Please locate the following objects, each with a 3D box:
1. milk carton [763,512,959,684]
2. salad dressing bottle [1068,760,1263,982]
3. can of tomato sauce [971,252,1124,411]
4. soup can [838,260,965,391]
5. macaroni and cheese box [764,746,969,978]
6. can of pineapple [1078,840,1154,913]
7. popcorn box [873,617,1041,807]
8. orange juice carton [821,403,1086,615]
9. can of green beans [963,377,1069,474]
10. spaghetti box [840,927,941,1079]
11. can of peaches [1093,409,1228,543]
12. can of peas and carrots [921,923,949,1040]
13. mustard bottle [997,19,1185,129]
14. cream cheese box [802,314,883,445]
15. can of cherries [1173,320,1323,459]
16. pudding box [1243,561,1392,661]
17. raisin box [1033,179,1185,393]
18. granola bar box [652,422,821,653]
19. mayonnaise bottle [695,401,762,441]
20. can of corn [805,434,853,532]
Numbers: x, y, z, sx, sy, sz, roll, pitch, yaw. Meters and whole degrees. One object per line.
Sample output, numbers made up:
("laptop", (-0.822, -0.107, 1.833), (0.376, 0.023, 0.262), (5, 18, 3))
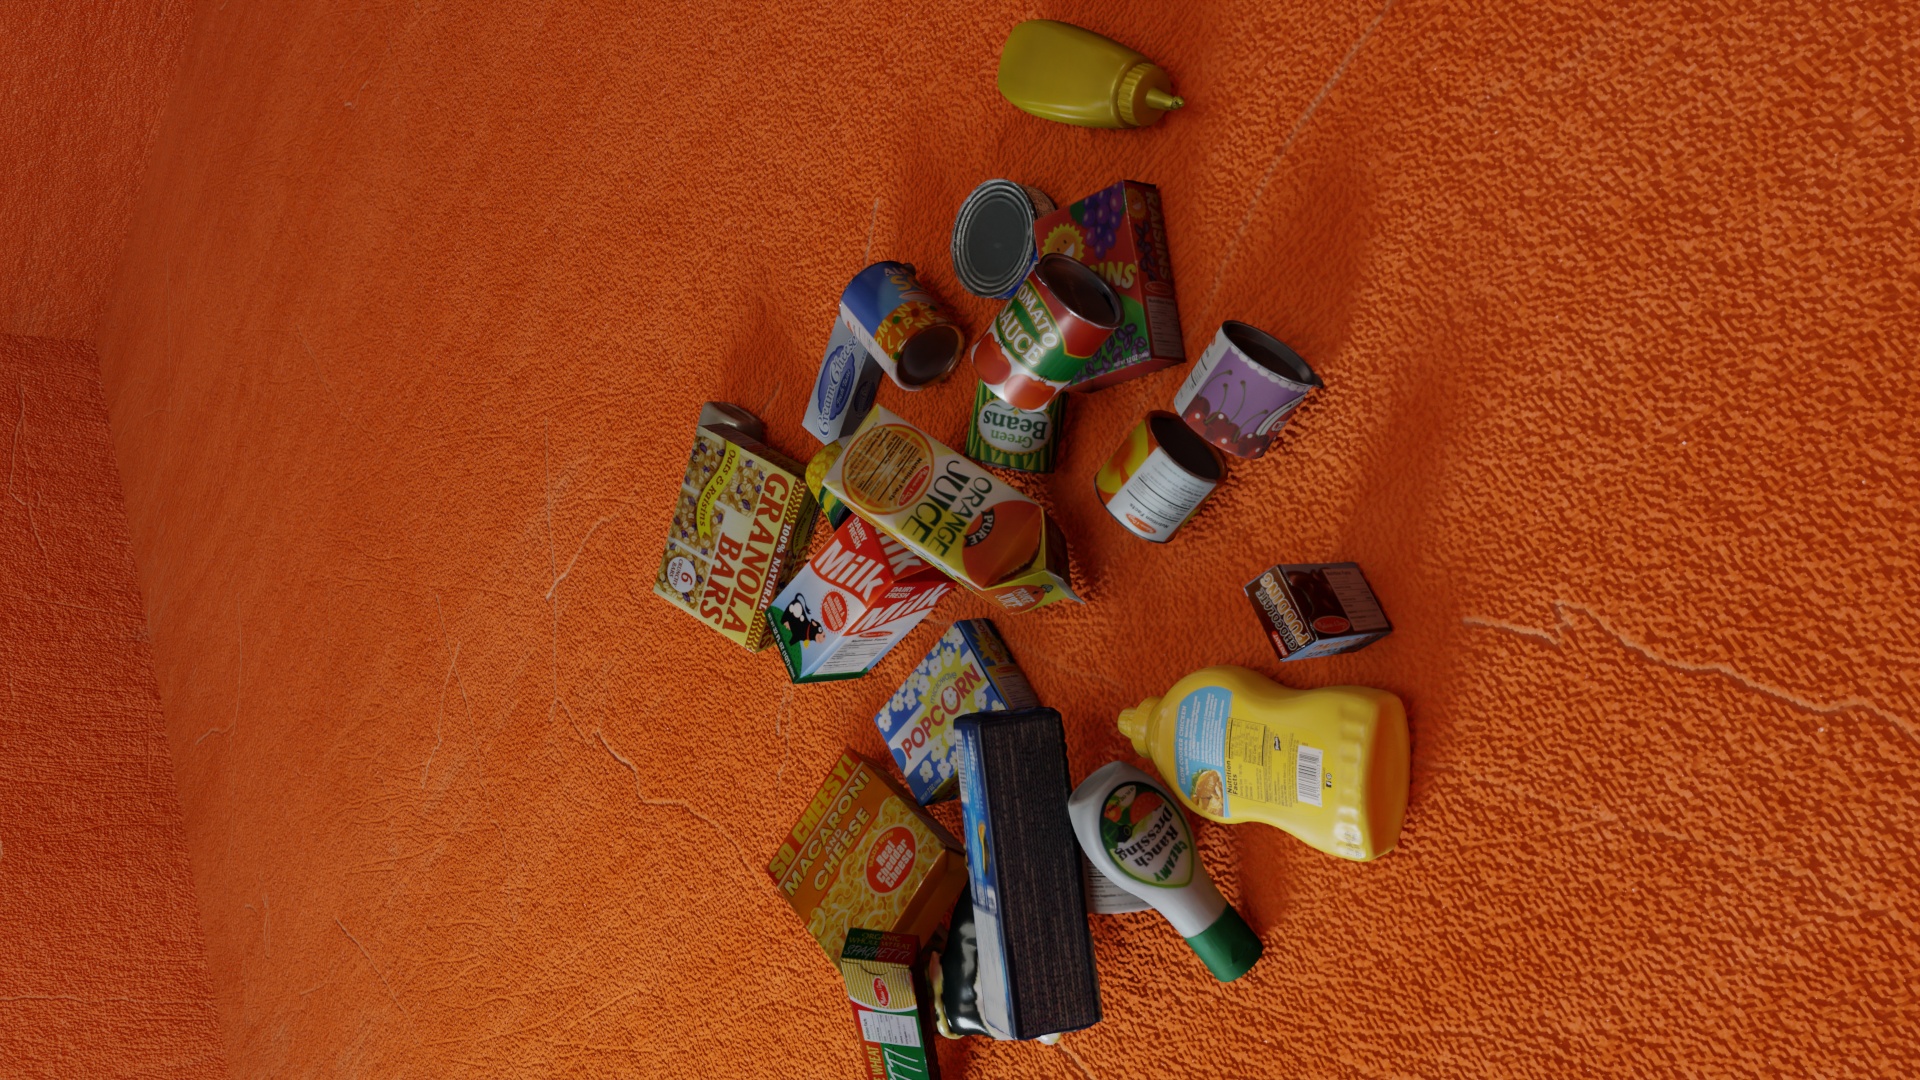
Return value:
("milk carton", (-0.068, 0.033, 1.088), (0.189, 0.073, 0.072), (-45, 59, 36))
("salad dressing bottle", (0.129, 0.206, 0.862), (0.147, 0.064, 0.044), (51, 162, -3))
("can of tomato sauce", (0.054, -0.135, 0.906), (0.082, 0.071, 0.071), (-48, 57, 36))
("soup can", (-0.043, -0.167, 1.070), (0.084, 0.071, 0.071), (51, 124, 33))
("macaroni and cheese box", (-0.072, 0.250, 1.062), (0.123, 0.040, 0.167), (-56, 36, -1))
("can of pineapple", (0.104, 0.210, 0.915), (0.071, 0.071, 0.058), (-12, 81, 45))
("popcorn box", (-0.004, 0.129, 1.046), (0.126, 0.038, 0.085), (-51, 57, 33))
("orange juice carton", (0.003, -0.012, 0.978), (0.193, 0.071, 0.073), (33, 84, 23))
("can of green beans", (0.040, -0.082, 0.981), (0.071, 0.071, 0.057), (21, 105, 44))
("spaghetti box", (-0.045, 0.364, 0.997), (0.050, 0.029, 0.248), (4, 130, 11))
("can of peaches", (0.128, -0.043, 0.891), (0.057, 0.071, 0.071), (-52, 56, 33))
("can of peas and carrots", (-0.022, 0.332, 1.041), (0.059, 0.071, 0.070), (40, 118, 38))
("mustard bottle", (0.093, -0.309, 0.940), (0.160, 0.049, 0.065), (34, 114, 40))
("cream cheese box", (-0.095, -0.129, 1.152), (0.053, 0.024, 0.103), (38, 116, 41))
("can of cherries", (0.174, -0.090, 0.843), (0.072, 0.071, 0.058), (51, 124, 33))
("pudding box", (0.205, 0.039, 0.796), (0.030, 0.084, 0.050), (-41, 62, 39))
("raisin box", (0.100, -0.170, 0.939), (0.086, 0.040, 0.123), (-15, 80, 46))
("granola bar box", (-0.193, -0.003, 1.218), (0.124, 0.039, 0.165), (28, 111, 22))
("mayonnaise bottle", (-0.225, -0.050, 1.276), (0.065, 0.041, 0.147), (32, 114, 37))
("can of corn", (-0.084, -0.040, 1.109), (0.071, 0.071, 0.058), (-54, 54, 32))
